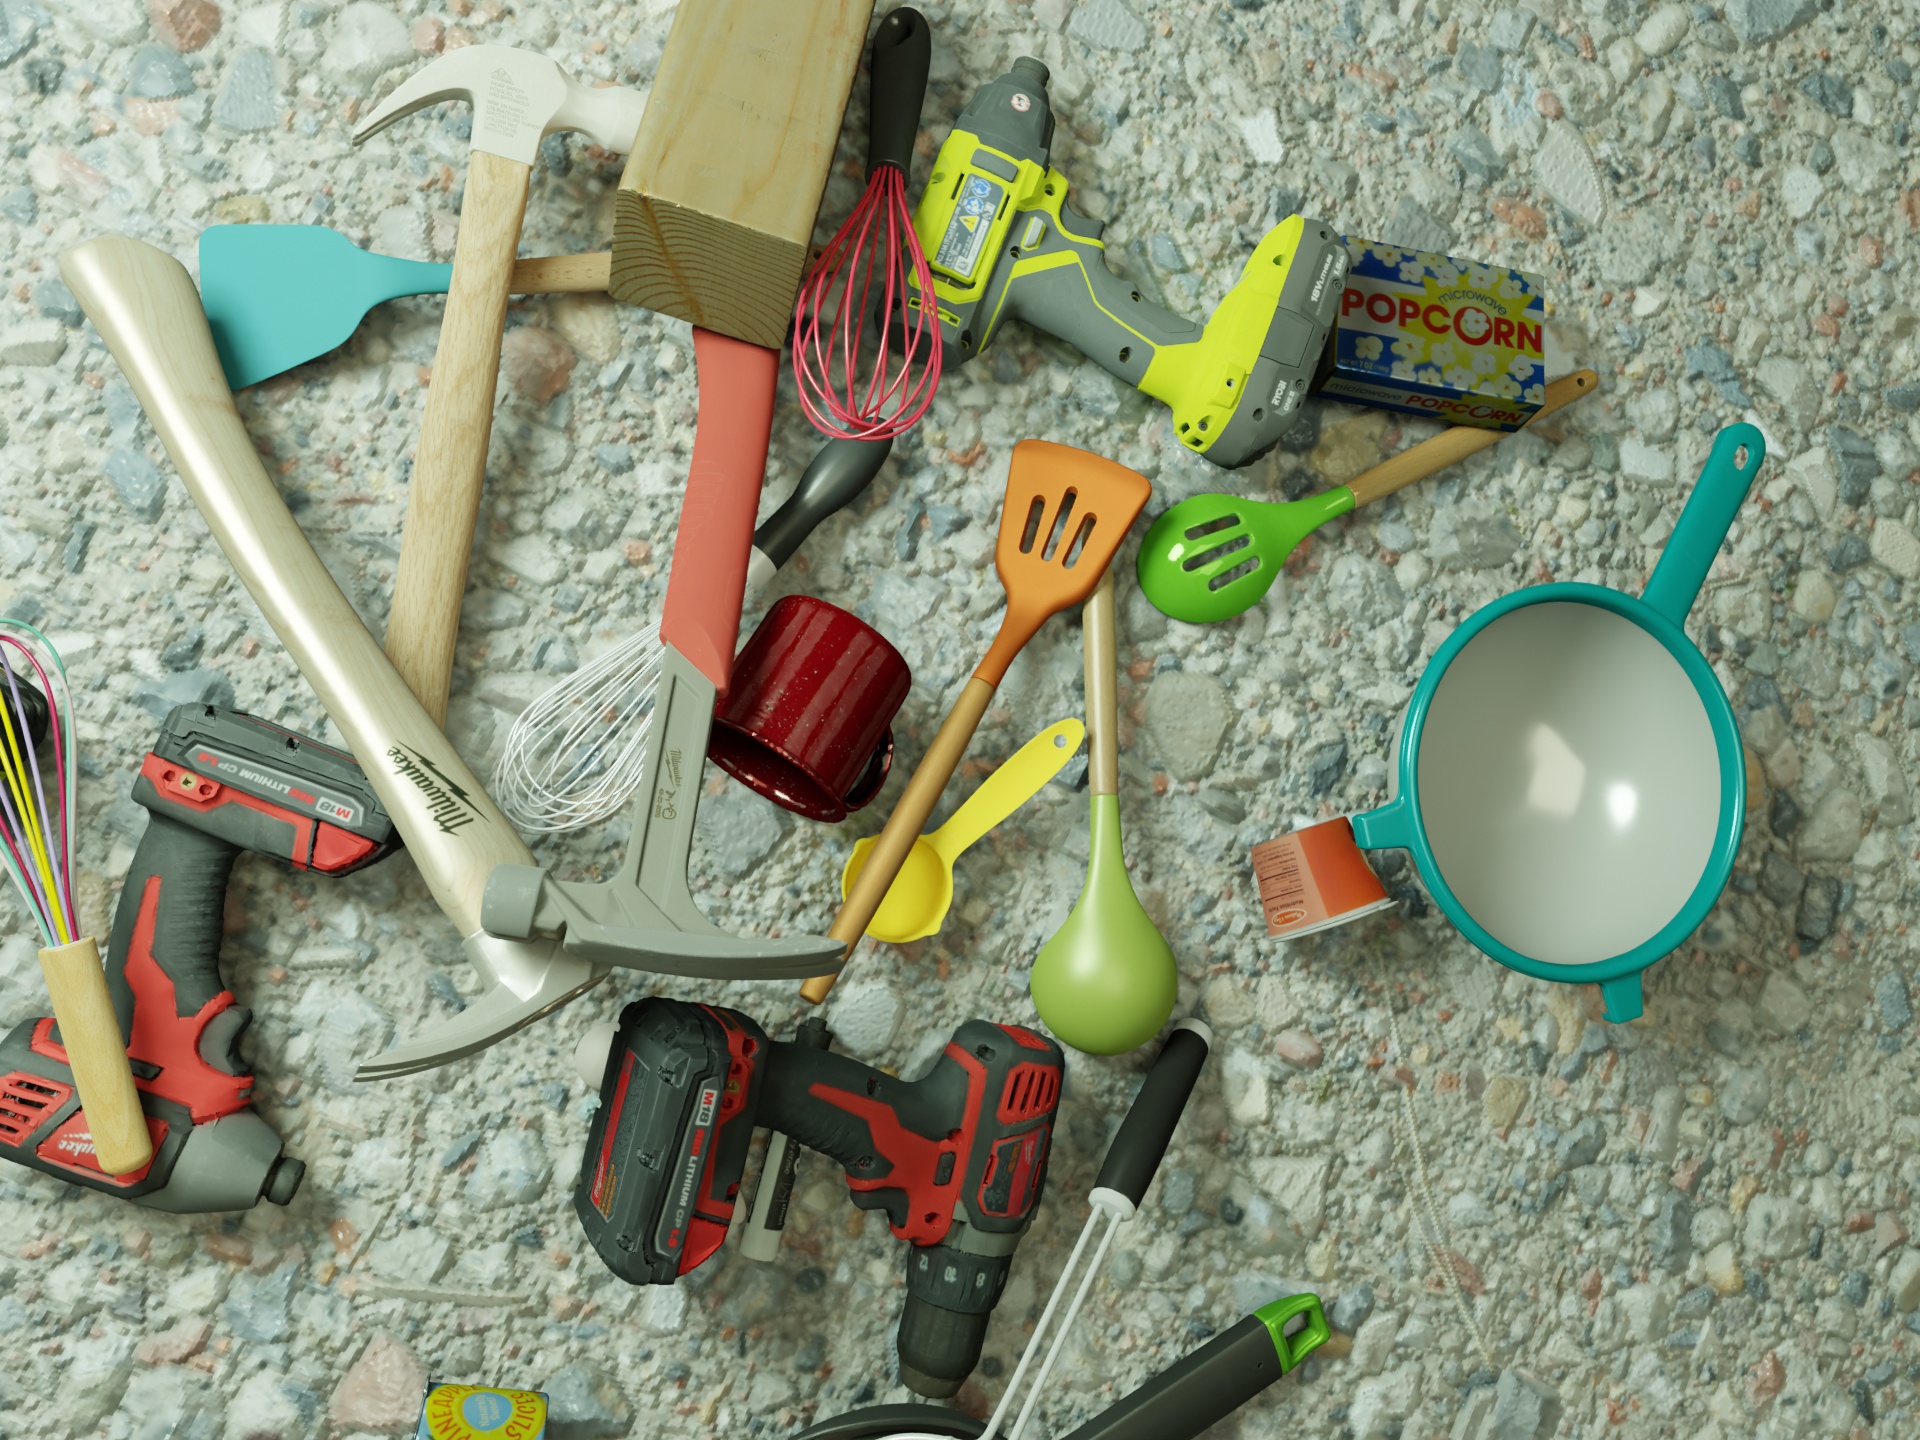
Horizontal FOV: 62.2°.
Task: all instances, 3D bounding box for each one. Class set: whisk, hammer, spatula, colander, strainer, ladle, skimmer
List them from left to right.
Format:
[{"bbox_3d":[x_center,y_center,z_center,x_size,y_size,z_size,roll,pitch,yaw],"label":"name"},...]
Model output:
[{"bbox_3d":[-0.380,0.072,0.666,0.047,0.051,0.245,-8,98,25],"label":"whisk"},{"bbox_3d":[-0.294,-0.042,0.701,0.146,0.038,0.411,-29,81,-34],"label":"hammer"},{"bbox_3d":[-0.242,-0.156,0.765,0.130,0.031,0.331,10,92,-22],"label":"hammer"},{"bbox_3d":[-0.216,-0.224,0.809,0.317,0.044,0.082,-8,87,-18],"label":"spatula"},{"bbox_3d":[-0.127,-0.054,0.799,0.070,0.070,0.284,42,74,-7],"label":"whisk"},{"bbox_3d":[-0.109,-0.056,0.738,0.149,0.036,0.359,8,60,-5],"label":"hammer"},{"bbox_3d":[-0.039,-0.257,0.793,0.073,0.073,0.296,11,59,-12],"label":"whisk"},{"bbox_3d":[-0.001,-0.003,0.809,0.081,0.041,0.323,22,68,17],"label":"spatula"},{"bbox_3d":[0.040,0.403,0.763,0.397,0.094,0.204,-25,106,-19],"label":"colander"},{"bbox_3d":[0.042,0.291,0.751,0.127,0.090,0.363,24,44,13],"label":"skimmer"},{"bbox_3d":[0.074,0.016,0.853,0.078,0.062,0.320,0,79,-5],"label":"ladle"},{"bbox_3d":[0.345,-0.019,0.887,0.211,0.095,0.340,34,77,-11],"label":"strainer"}]

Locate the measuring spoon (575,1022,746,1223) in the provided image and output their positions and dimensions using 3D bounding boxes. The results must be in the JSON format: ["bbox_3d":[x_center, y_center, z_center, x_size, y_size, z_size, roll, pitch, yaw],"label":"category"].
[{"bbox_3d":[-0.146,0.203,0.791,0.034,0.018,0.124,-39,95,-13],"label":"measuring spoon"}]

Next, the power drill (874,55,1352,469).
[{"bbox_3d":[0.085,-0.243,0.853,0.223,0.080,0.171,22,82,-7],"label":"power drill"}]

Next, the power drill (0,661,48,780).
[{"bbox_3d":[-0.538,0.039,0.684,0.190,0.080,0.228,38,81,-9],"label":"power drill"}]

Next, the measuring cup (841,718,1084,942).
[{"bbox_3d":[0.004,0.053,0.827,0.156,0.029,0.062,-41,91,-9],"label":"measuring cup"}]

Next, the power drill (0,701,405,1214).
[{"bbox_3d":[-0.337,0.113,0.727,0.143,0.078,0.220,24,83,-10],"label":"power drill"}]

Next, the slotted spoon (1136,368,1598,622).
[{"bbox_3d":[0.240,-0.139,0.906,0.314,0.031,0.070,-26,89,-15],"label":"slotted spoon"}]

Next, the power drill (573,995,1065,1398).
[{"bbox_3d":[-0.062,0.229,0.763,0.226,0.080,0.188,14,90,-29],"label":"power drill"}]
